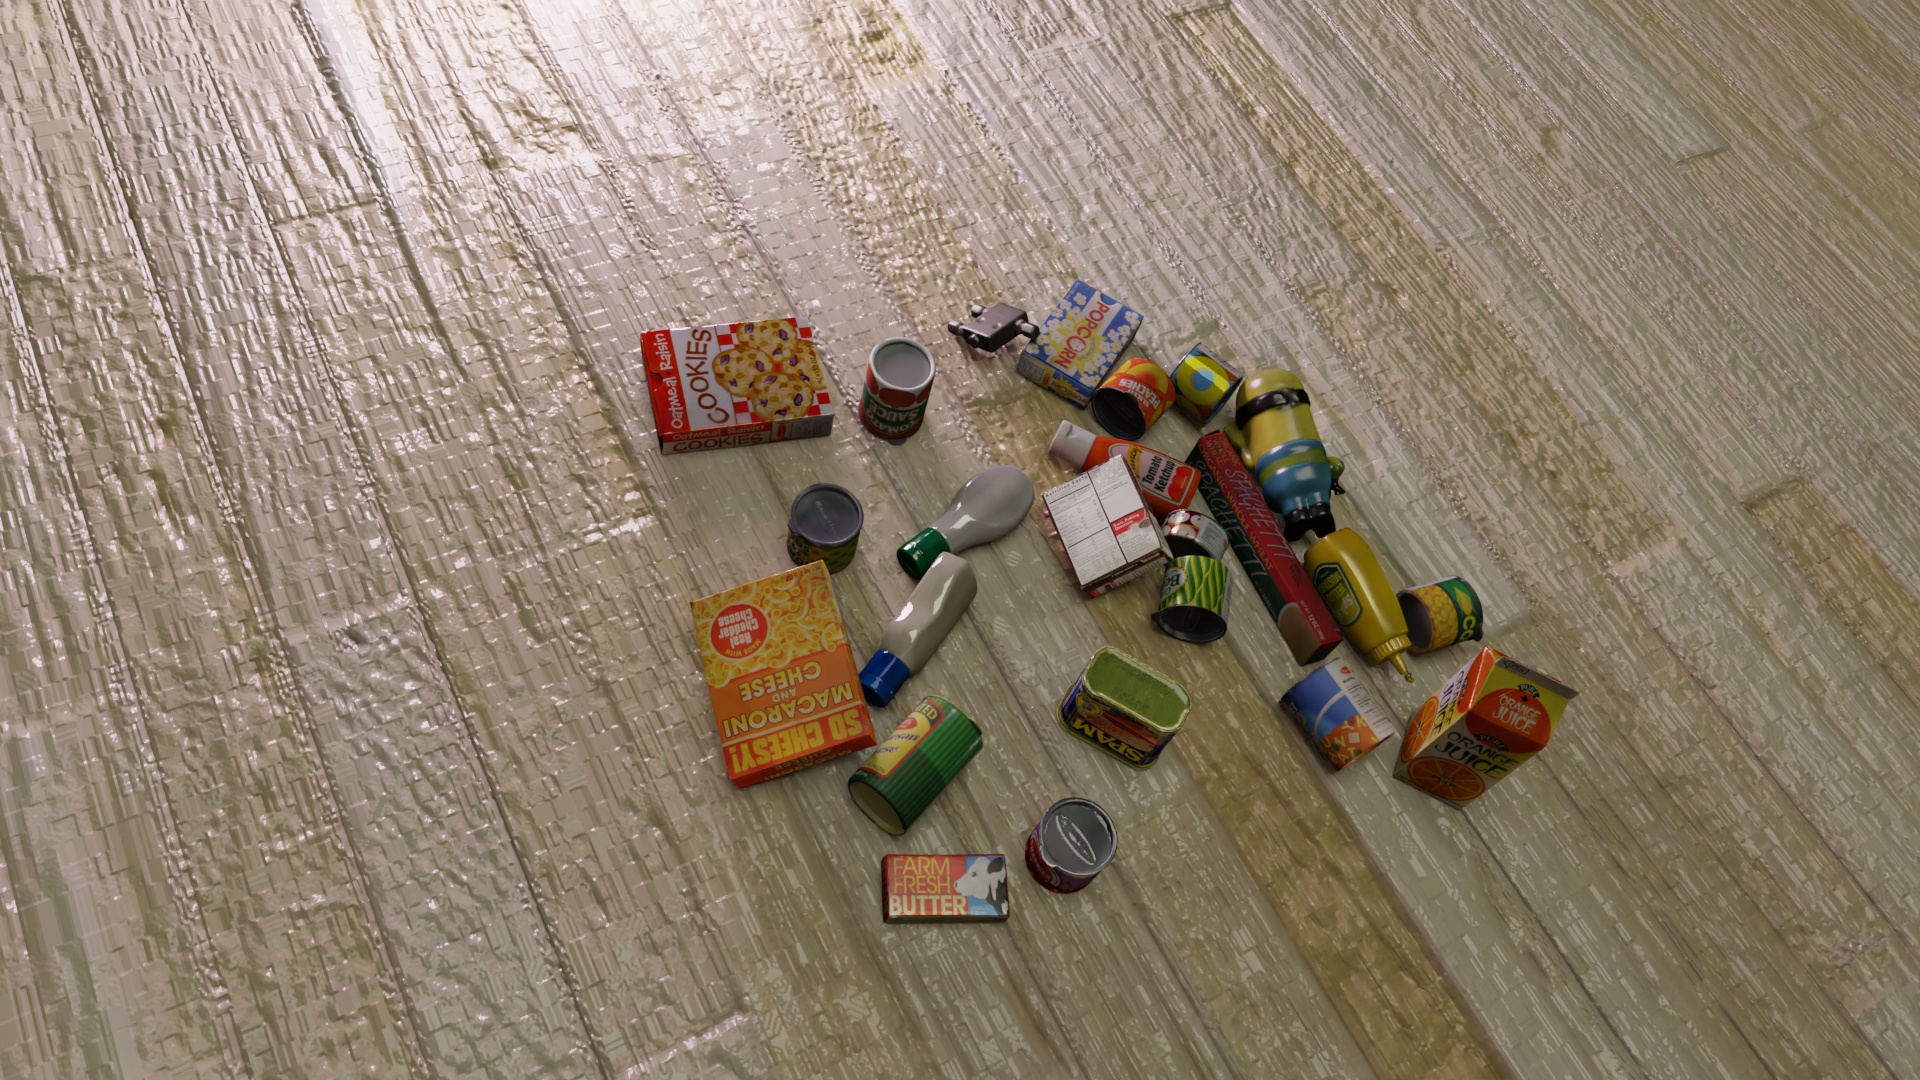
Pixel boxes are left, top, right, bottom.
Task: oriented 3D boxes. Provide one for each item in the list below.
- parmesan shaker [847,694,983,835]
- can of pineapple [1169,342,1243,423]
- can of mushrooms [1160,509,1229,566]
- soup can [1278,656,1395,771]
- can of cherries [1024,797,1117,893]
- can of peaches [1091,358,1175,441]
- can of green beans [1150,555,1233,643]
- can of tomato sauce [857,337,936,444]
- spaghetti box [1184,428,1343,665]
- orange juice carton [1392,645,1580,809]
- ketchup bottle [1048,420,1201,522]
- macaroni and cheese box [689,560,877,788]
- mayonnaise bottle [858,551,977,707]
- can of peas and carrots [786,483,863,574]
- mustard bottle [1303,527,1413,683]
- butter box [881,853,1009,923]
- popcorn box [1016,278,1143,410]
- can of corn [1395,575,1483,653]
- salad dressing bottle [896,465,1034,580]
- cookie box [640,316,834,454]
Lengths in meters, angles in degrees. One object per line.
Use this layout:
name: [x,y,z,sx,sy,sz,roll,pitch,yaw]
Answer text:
parmesan shaker: [-0.037,0.188,1.167,0.071,0.071,0.103,39,59,11]
can of pineapple: [0.252,-0.162,1.448,0.058,0.070,0.071,39,59,11]
can of mushrooms: [0.220,0.004,1.341,0.071,0.070,0.033,28,59,4]
soup can: [0.345,0.161,1.275,0.071,0.071,0.084,-25,69,-24]
can of cherries: [0.089,0.257,1.163,0.071,0.058,0.072,6,60,-10]
can of peaches: [0.178,-0.145,1.417,0.071,0.071,0.058,39,58,12]
can of green beans: [0.221,0.055,1.309,0.071,0.071,0.058,17,57,-3]
can of tomato sauce: [-0.062,-0.146,1.356,0.071,0.082,0.071,6,58,-9]
spaghetti box: [0.294,0.004,1.366,0.029,0.050,0.251,-15,64,-22]
orange juice carton: [0.463,0.159,1.226,0.072,0.191,0.073,26,57,5]
ketchup bottle: [0.162,-0.072,1.386,0.149,0.043,0.065,26,58,4]
macaroni and cheese box: [-0.152,0.113,1.186,0.124,0.040,0.167,-18,64,-1]
mayonnaise bottle: [-0.040,0.081,1.238,0.041,0.064,0.149,24,60,24]
can of peas and carrots: [-0.127,-0.009,1.273,0.071,0.058,0.071,5,59,-9]
mustard bottle: [0.393,0.067,1.343,0.049,0.065,0.160,-17,68,-26]
butter box: [-0.013,0.286,1.142,0.103,0.024,0.053,3,60,-11]
popcorn box: [0.126,-0.207,1.461,0.085,0.038,0.127,31,58,8]
can of corn: [0.464,0.074,1.351,0.058,0.070,0.071,-13,64,-19]
salad dressing bottle: [0.005,-0.017,1.317,0.148,0.043,0.064,-36,75,-27]
cookie box: [-0.218,-0.153,1.350,0.168,0.040,0.123,-8,62,-17]
